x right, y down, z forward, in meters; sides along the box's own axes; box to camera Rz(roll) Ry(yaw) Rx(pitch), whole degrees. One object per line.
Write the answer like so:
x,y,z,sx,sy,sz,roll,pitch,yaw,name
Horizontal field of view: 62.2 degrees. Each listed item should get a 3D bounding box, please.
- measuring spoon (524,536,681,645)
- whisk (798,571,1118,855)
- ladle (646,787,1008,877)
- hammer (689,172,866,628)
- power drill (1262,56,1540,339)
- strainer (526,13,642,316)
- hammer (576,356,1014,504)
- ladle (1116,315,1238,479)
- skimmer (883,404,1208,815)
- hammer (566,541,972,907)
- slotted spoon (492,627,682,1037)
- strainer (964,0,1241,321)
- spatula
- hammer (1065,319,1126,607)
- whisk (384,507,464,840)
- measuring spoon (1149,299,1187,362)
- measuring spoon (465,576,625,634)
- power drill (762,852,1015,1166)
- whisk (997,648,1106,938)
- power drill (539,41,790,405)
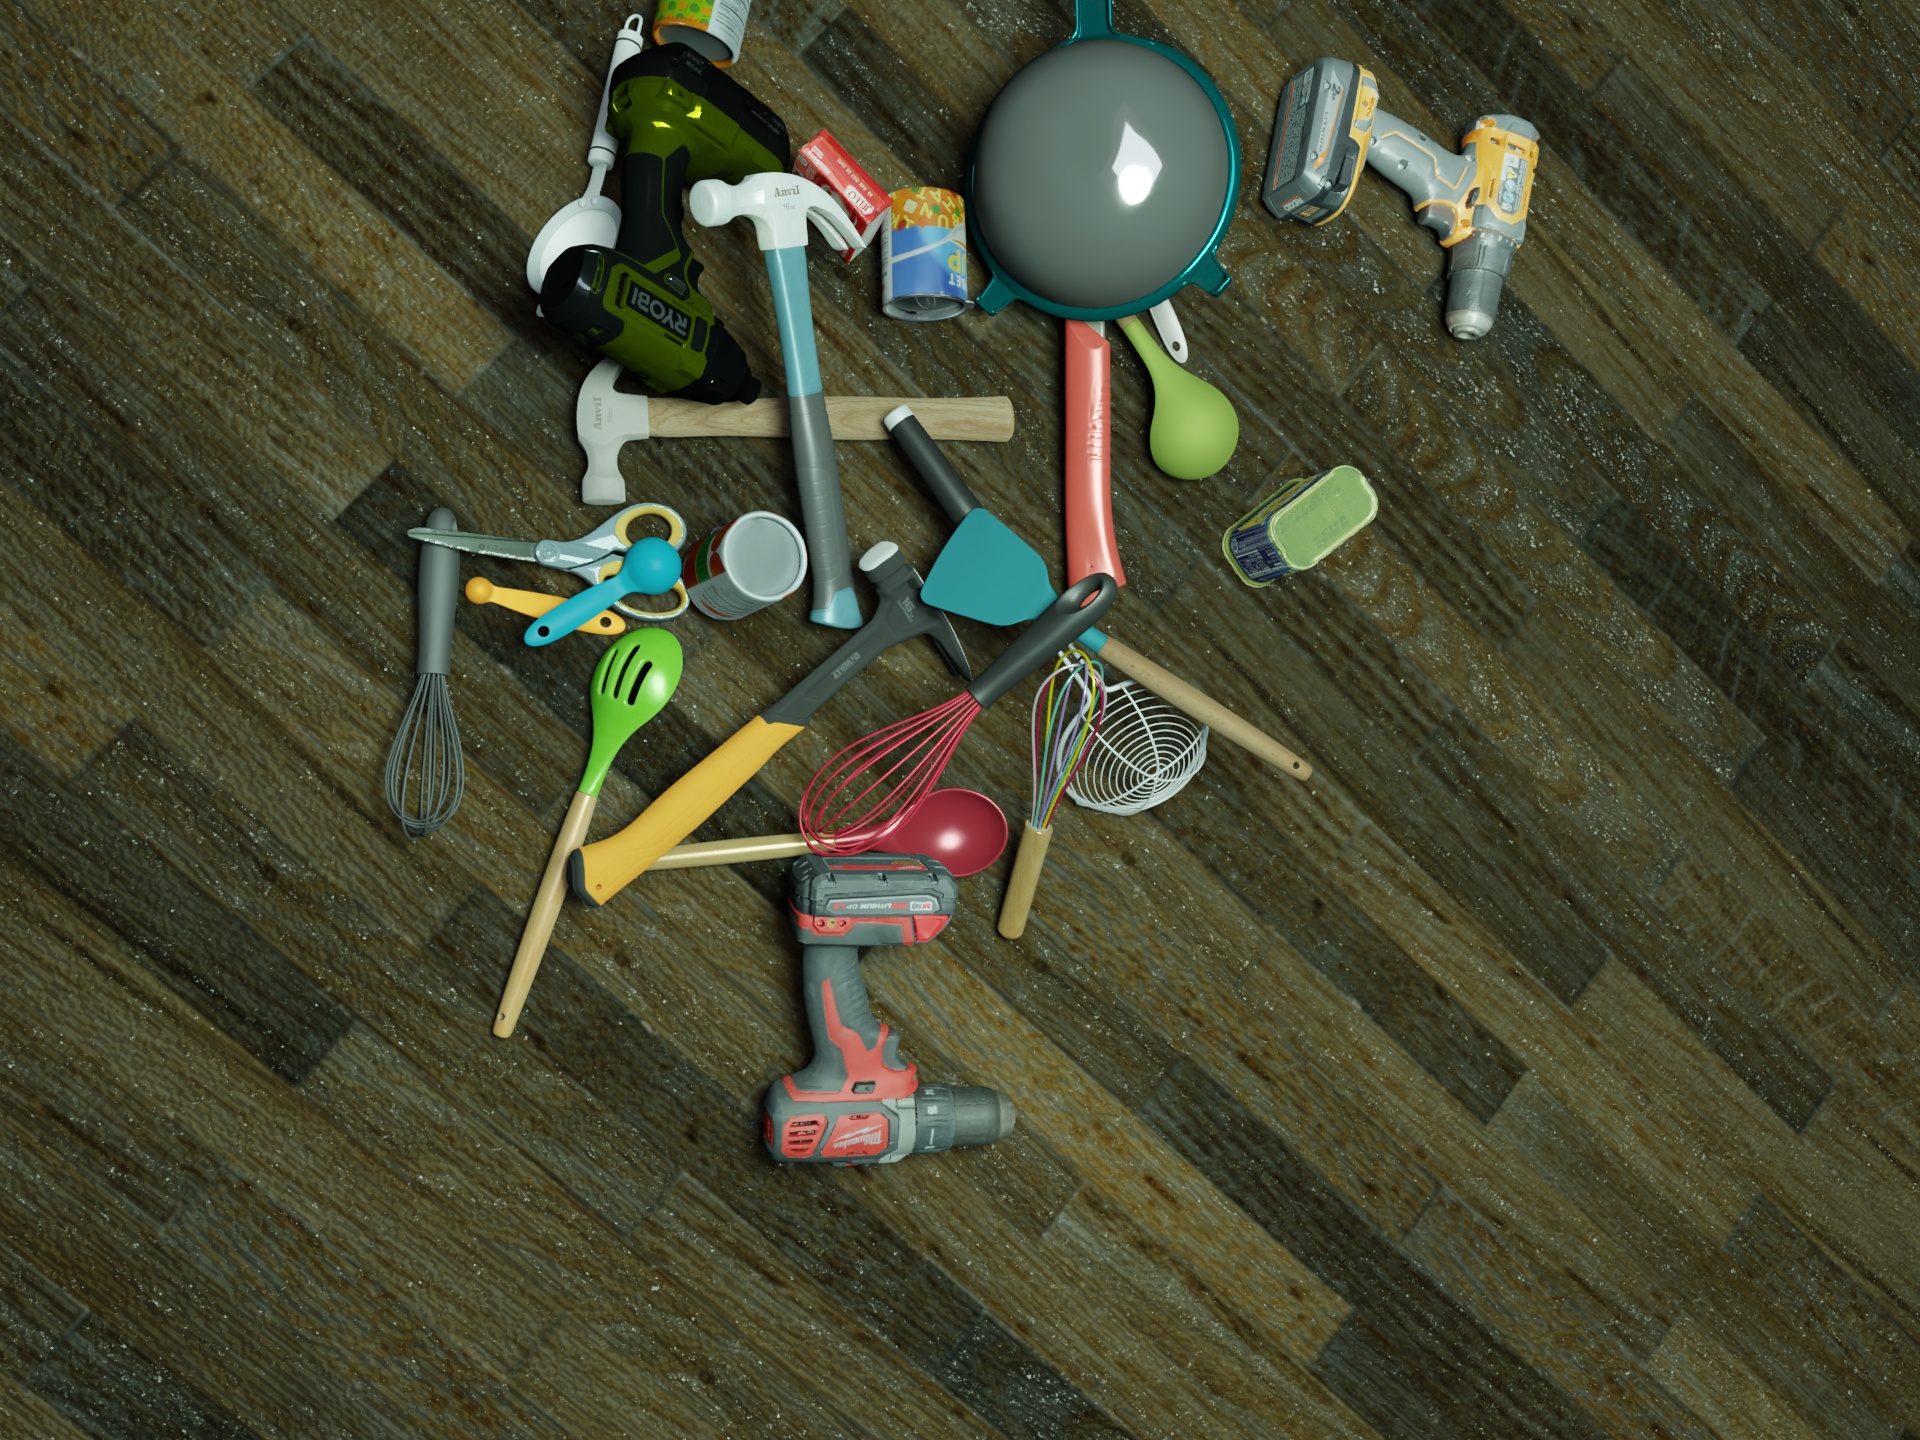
-0.256,-0.090,1.141,0.128,0.021,0.042,-35,102,-19,measuring spoon
-0.002,-0.004,1.139,0.296,0.073,0.073,-41,98,10,whisk
-0.120,0.094,1.190,0.315,0.031,0.069,-4,93,-13,ladle
-0.111,-0.222,1.148,0.128,0.033,0.330,-24,116,-40,hammer
0.368,-0.429,1.317,0.226,0.084,0.185,12,86,-18,power drill
-0.264,-0.406,1.172,0.087,0.050,0.258,4,78,29,strainer
-0.121,-0.231,1.204,0.331,0.031,0.130,-3,88,-15,hammer
0.118,-0.333,1.271,0.078,0.062,0.320,-34,89,-14,ladle
0.058,-0.086,1.225,0.127,0.090,0.363,-36,91,6,skimmer
-0.143,0.020,1.159,0.337,0.034,0.127,-41,120,-13,hammer
-0.276,0.078,1.146,0.070,0.031,0.314,18,86,24,slotted spoon
0.092,-0.468,1.154,0.211,0.095,0.340,-1,95,16,strainer
0.124,-0.043,1.171,0.317,0.044,0.082,32,84,-7,spatula
0.090,-0.268,1.239,0.149,0.036,0.359,1,95,16,hammer
-0.374,-0.034,1.122,0.055,0.055,0.239,3,82,-14,whisk
0.152,-0.346,1.291,0.034,0.018,0.124,-31,102,-22,measuring spoon
-0.302,-0.083,1.160,0.117,0.011,0.021,14,84,-13,measuring spoon
-0.047,0.216,1.167,0.188,0.080,0.226,2,97,-14,power drill
0.063,0.057,1.181,0.047,0.051,0.244,26,119,23,whisk
-0.196,-0.343,1.128,0.171,0.080,0.223,25,66,-44,power drill
